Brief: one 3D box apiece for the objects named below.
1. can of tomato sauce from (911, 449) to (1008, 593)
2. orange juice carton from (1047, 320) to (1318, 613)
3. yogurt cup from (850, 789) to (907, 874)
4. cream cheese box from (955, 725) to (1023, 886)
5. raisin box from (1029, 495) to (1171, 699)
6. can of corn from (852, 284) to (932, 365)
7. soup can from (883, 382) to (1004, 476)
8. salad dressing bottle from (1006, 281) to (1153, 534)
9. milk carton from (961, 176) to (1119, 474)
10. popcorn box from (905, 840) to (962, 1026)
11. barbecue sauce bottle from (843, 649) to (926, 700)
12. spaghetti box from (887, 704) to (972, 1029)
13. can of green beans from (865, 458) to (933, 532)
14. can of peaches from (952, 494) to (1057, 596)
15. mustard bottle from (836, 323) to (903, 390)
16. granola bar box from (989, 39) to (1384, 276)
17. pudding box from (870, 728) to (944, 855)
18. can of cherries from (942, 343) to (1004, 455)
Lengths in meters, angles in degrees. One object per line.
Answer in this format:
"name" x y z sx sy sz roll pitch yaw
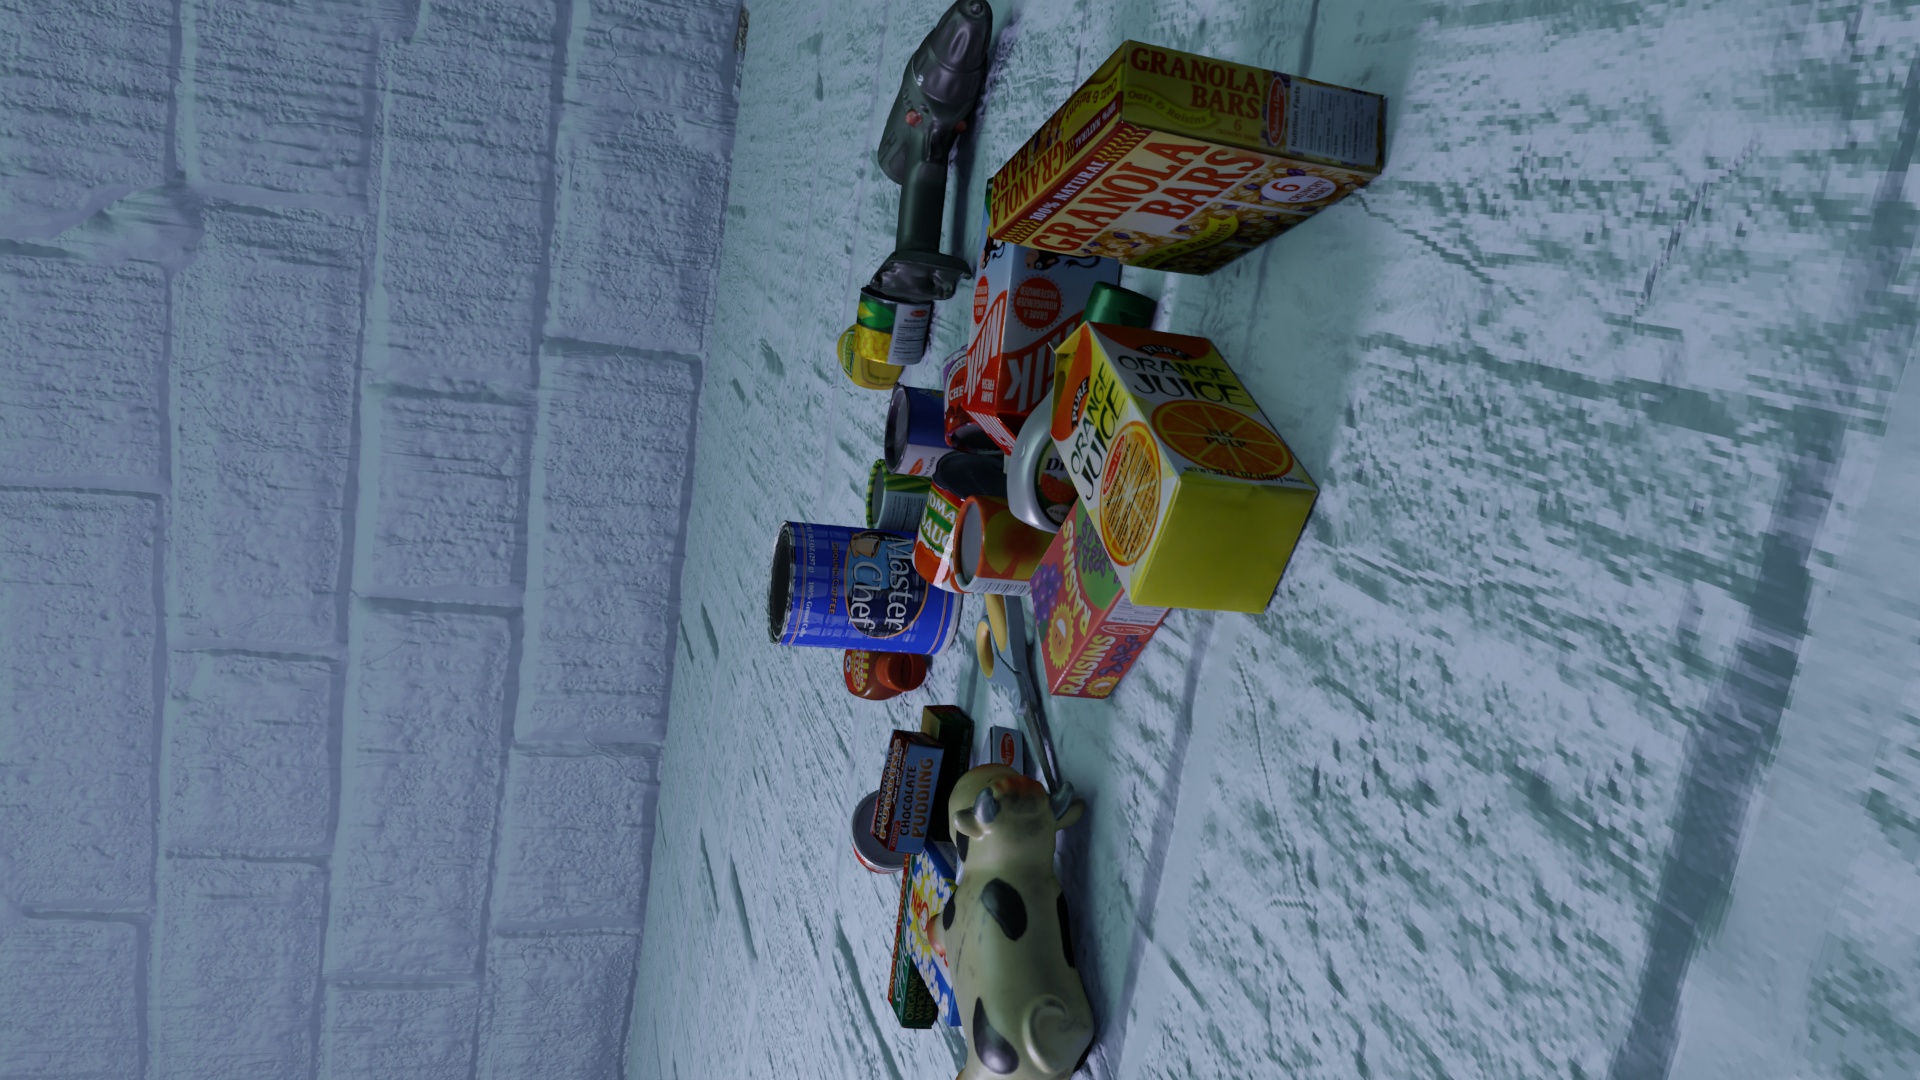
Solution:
"can of tomato sauce" 0.004 -0.013 1.003 0.071 0.071 0.082 -106 27 -49
"orange juice carton" 0.100 -0.051 0.703 0.193 0.072 0.072 -109 30 -52
"yogurt cup" -0.059 0.243 1.144 0.053 0.072 0.072 113 157 -63
"cream cheese box" 0.019 0.185 0.955 0.053 0.024 0.103 -86 10 -62
"raisin box" 0.082 0.023 0.794 0.122 0.040 0.086 117 152 -47
"can of corn" -0.065 -0.198 1.277 0.071 0.071 0.058 -123 41 -63
"soup can" -0.009 -0.081 1.038 0.071 0.084 0.071 -174 89 -72
"salad dressing bottle" 0.072 -0.078 0.825 0.044 0.064 0.147 45 120 58
"milk carton" 0.050 -0.133 0.884 0.072 0.073 0.190 -153 69 -71
"popcorn box" -0.003 0.278 0.995 0.127 0.038 0.085 -149 66 -71
"barbecue sauce bottle" -0.067 0.112 1.237 0.148 0.044 0.065 172 102 -72
"spaghetti box" -0.025 0.255 1.086 0.050 0.029 0.249 -154 70 -72
"can of green beans" -0.046 -0.035 1.186 0.071 0.058 0.071 -174 89 -73
"can of peaches" 0.031 0.001 0.930 0.071 0.058 0.071 -174 89 -73
"mustard bottle" -0.096 -0.190 1.405 0.160 0.049 0.065 -144 63 -70
"granola bar box" 0.099 -0.172 0.654 0.165 0.124 0.039 164 111 -72
"pudding box" -0.040 0.187 1.039 0.049 0.030 0.083 -165 88 -71
"can of cherries" 0.019 -0.099 0.976 0.071 0.071 0.058 135 137 -64
